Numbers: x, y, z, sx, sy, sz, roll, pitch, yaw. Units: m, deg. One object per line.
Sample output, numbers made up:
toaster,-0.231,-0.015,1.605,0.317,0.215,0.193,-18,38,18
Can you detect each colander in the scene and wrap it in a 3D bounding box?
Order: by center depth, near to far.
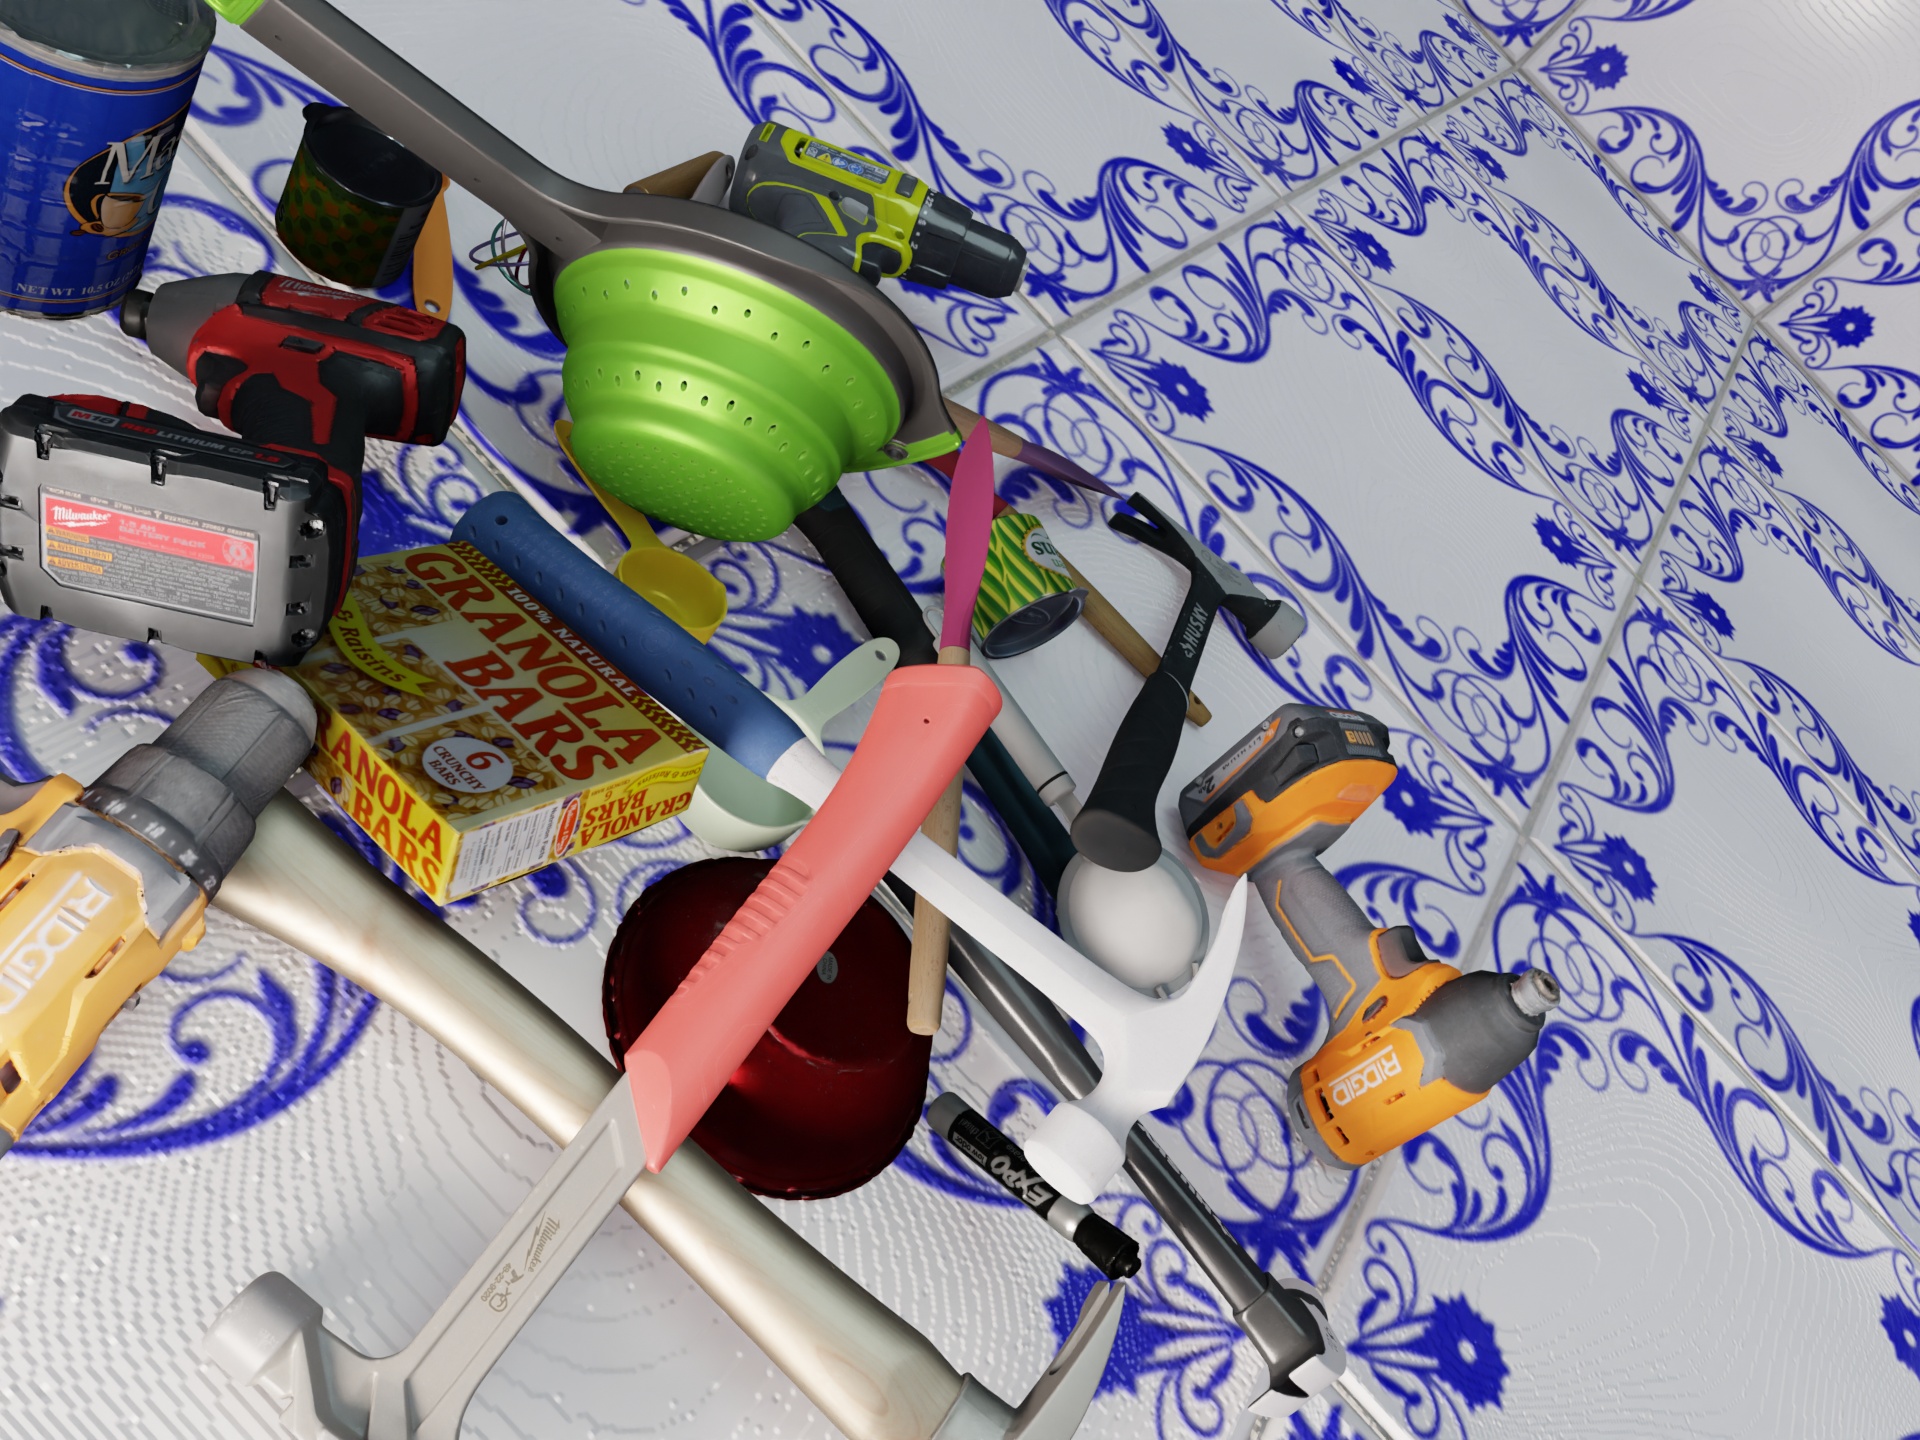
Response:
colander,-0.175,-0.183,0.712,0.396,0.204,0.094,31,68,-37

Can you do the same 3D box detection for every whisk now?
whisk,-0.195,-0.294,0.918,0.051,0.047,0.245,42,38,-3

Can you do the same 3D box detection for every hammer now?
hammer,-0.085,0.119,0.579,0.149,0.036,0.359,37,63,3
hammer,-0.124,0.148,0.599,0.410,0.038,0.146,42,66,-1
hammer,-0.062,0.019,0.682,0.406,0.035,0.144,37,66,17
hammer,0.054,0.164,0.719,0.335,0.035,0.146,51,4,9
hammer,-0.001,-0.003,0.854,0.128,0.033,0.331,-22,74,-46
hammer,0.118,-0.026,0.908,0.149,0.036,0.409,40,28,-3

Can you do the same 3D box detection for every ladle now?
ladle,0.042,-0.109,0.981,0.315,0.031,0.069,44,42,-5

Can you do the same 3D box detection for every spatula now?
spatula,0.017,-0.168,0.937,0.060,0.018,0.315,37,14,25

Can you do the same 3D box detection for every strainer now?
strainer,0.054,0.041,0.812,0.087,0.050,0.258,-26,73,-31

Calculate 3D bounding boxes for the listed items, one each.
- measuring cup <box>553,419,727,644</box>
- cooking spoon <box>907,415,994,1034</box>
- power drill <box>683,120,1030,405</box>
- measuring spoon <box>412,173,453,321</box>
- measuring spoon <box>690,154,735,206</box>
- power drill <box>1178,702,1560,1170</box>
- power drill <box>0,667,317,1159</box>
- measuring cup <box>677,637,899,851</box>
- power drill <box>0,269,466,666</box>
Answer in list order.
measuring cup,-0.171,-0.092,0.797,0.062,0.029,0.157,-6,51,-46
cooking spoon,-0.005,-0.009,0.741,0.017,0.068,0.319,11,61,-12
power drill,-0.062,-0.261,0.952,0.190,0.080,0.229,20,45,-6
measuring spoon,-0.280,-0.249,0.838,0.021,0.011,0.117,11,55,-35
measuring spoon,-0.152,-0.307,0.960,0.018,0.034,0.124,3,49,17
power drill,0.218,0.104,0.854,0.084,0.164,0.227,6,53,-36
power drill,-0.342,0.007,0.508,0.226,0.084,0.185,39,55,-12
measuring cup,-0.082,0.005,0.776,0.083,0.038,0.167,46,40,0
power drill,-0.292,-0.119,0.641,0.143,0.078,0.220,12,33,-11
